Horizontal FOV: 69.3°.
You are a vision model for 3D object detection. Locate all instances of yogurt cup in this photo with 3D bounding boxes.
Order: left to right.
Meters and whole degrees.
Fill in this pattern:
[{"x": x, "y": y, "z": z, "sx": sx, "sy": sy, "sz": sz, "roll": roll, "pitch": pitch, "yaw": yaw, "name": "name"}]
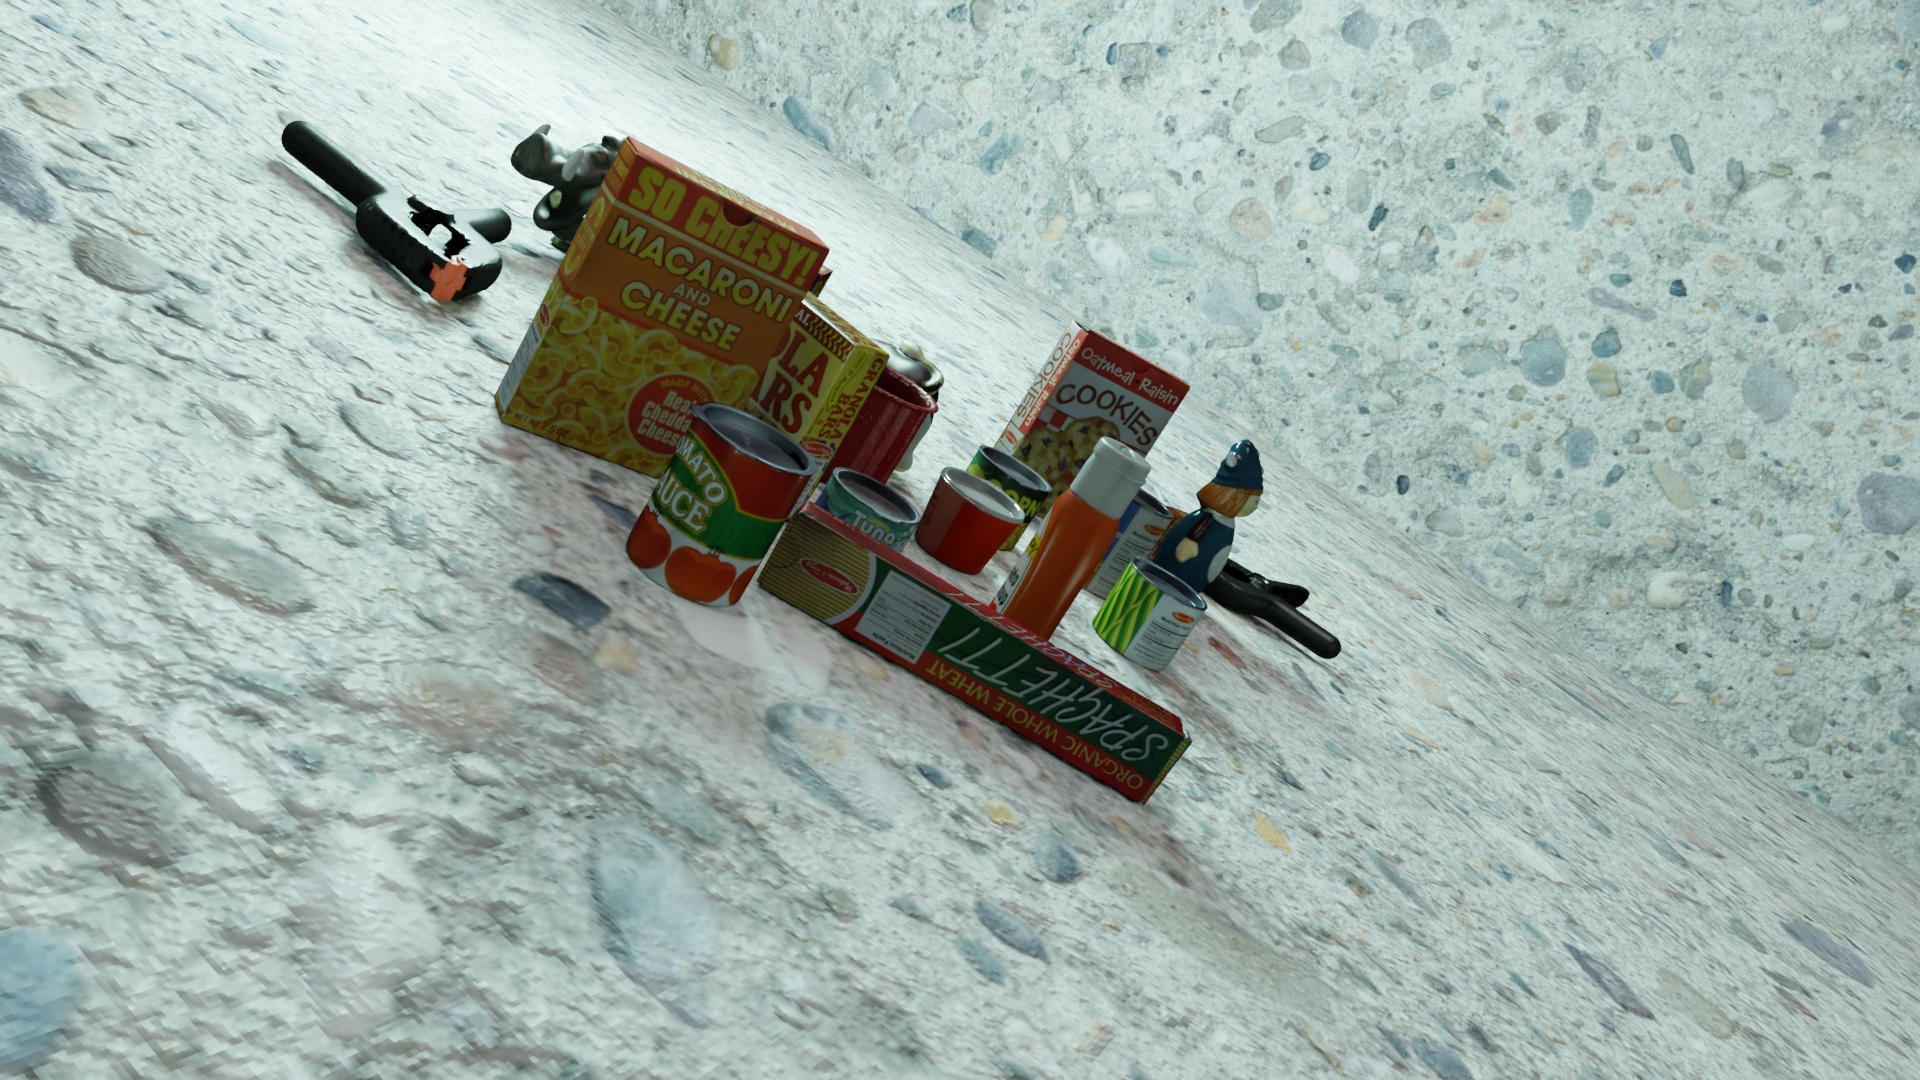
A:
[{"x": 0.004, "y": -0.012, "z": 0.983, "sx": 0.072, "sy": 0.053, "sz": 0.072, "roll": 29, "pitch": 15, "yaw": -9, "name": "yogurt cup"}]

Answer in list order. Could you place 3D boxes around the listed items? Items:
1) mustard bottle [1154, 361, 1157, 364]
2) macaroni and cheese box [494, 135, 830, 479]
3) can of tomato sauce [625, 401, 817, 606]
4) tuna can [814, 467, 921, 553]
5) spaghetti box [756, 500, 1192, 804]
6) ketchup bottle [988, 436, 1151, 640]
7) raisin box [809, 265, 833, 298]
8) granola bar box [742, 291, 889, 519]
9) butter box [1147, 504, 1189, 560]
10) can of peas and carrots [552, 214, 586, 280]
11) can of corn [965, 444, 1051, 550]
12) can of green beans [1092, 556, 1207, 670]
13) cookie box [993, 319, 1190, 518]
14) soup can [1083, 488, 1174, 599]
[{"x": 0.151, "y": -0.104, "z": 1.353, "sx": 0.065, "sy": 0.159, "sz": 0.049, "roll": 31, "pitch": 15, "yaw": -2, "name": "mustard bottle"}, {"x": -0.167, "y": -0.122, "z": 0.783, "sx": 0.124, "sy": 0.166, "sz": 0.040, "roll": 21, "pitch": 18, "yaw": -34, "name": "macaroni and cheese box"}, {"x": -0.123, "y": -0.018, "z": 0.702, "sx": 0.071, "sy": 0.083, "sz": 0.071, "roll": 29, "pitch": 15, "yaw": -9, "name": "can of tomato sauce"}, {"x": -0.061, "y": -0.016, "z": 0.908, "sx": 0.071, "sy": 0.032, "sz": 0.071, "roll": 29, "pitch": 15, "yaw": -9, "name": "tuna can"}, {"x": 0.009, "y": 0.063, "z": 0.765, "sx": 0.250, "sy": 0.050, "sz": 0.029, "roll": 30, "pitch": 15, "yaw": -5, "name": "spaghetti box"}, {"x": 0.064, "y": 0.007, "z": 0.858, "sx": 0.043, "sy": 0.148, "sz": 0.065, "roll": 31, "pitch": 15, "yaw": -5, "name": "ketchup bottle"}, {"x": -0.160, "y": -0.162, "z": 1.003, "sx": 0.086, "sy": 0.123, "sz": 0.040, "roll": 31, "pitch": 15, "yaw": -2, "name": "raisin box"}, {"x": -0.134, "y": -0.108, "z": 0.885, "sx": 0.166, "sy": 0.124, "sz": 0.039, "roll": 42, "pitch": 18, "yaw": 32, "name": "granola bar box"}, {"x": 0.210, "y": -0.002, "z": 1.351, "sx": 0.103, "sy": 0.053, "sz": 0.024, "roll": 16, "pitch": 22, "yaw": -45, "name": "butter box"}, {"x": -0.267, "y": -0.206, "z": 1.056, "sx": 0.071, "sy": 0.058, "sz": 0.071, "roll": 29, "pitch": 15, "yaw": -9, "name": "can of peas and carrots"}, {"x": 0.029, "y": -0.032, "z": 1.084, "sx": 0.071, "sy": 0.058, "sz": 0.071, "roll": 29, "pitch": 15, "yaw": -9, "name": "can of corn"}, {"x": 0.139, "y": 0.055, "z": 1.028, "sx": 0.071, "sy": 0.057, "sz": 0.071, "roll": 29, "pitch": 15, "yaw": -9, "name": "can of green beans"}, {"x": 0.109, "y": -0.096, "z": 1.234, "sx": 0.123, "sy": 0.167, "sz": 0.040, "roll": 23, "pitch": 17, "yaw": -31, "name": "cookie box"}, {"x": 0.122, "y": -0.004, "z": 1.130, "sx": 0.071, "sy": 0.083, "sz": 0.071, "roll": 29, "pitch": 15, "yaw": -9, "name": "soup can"}]
